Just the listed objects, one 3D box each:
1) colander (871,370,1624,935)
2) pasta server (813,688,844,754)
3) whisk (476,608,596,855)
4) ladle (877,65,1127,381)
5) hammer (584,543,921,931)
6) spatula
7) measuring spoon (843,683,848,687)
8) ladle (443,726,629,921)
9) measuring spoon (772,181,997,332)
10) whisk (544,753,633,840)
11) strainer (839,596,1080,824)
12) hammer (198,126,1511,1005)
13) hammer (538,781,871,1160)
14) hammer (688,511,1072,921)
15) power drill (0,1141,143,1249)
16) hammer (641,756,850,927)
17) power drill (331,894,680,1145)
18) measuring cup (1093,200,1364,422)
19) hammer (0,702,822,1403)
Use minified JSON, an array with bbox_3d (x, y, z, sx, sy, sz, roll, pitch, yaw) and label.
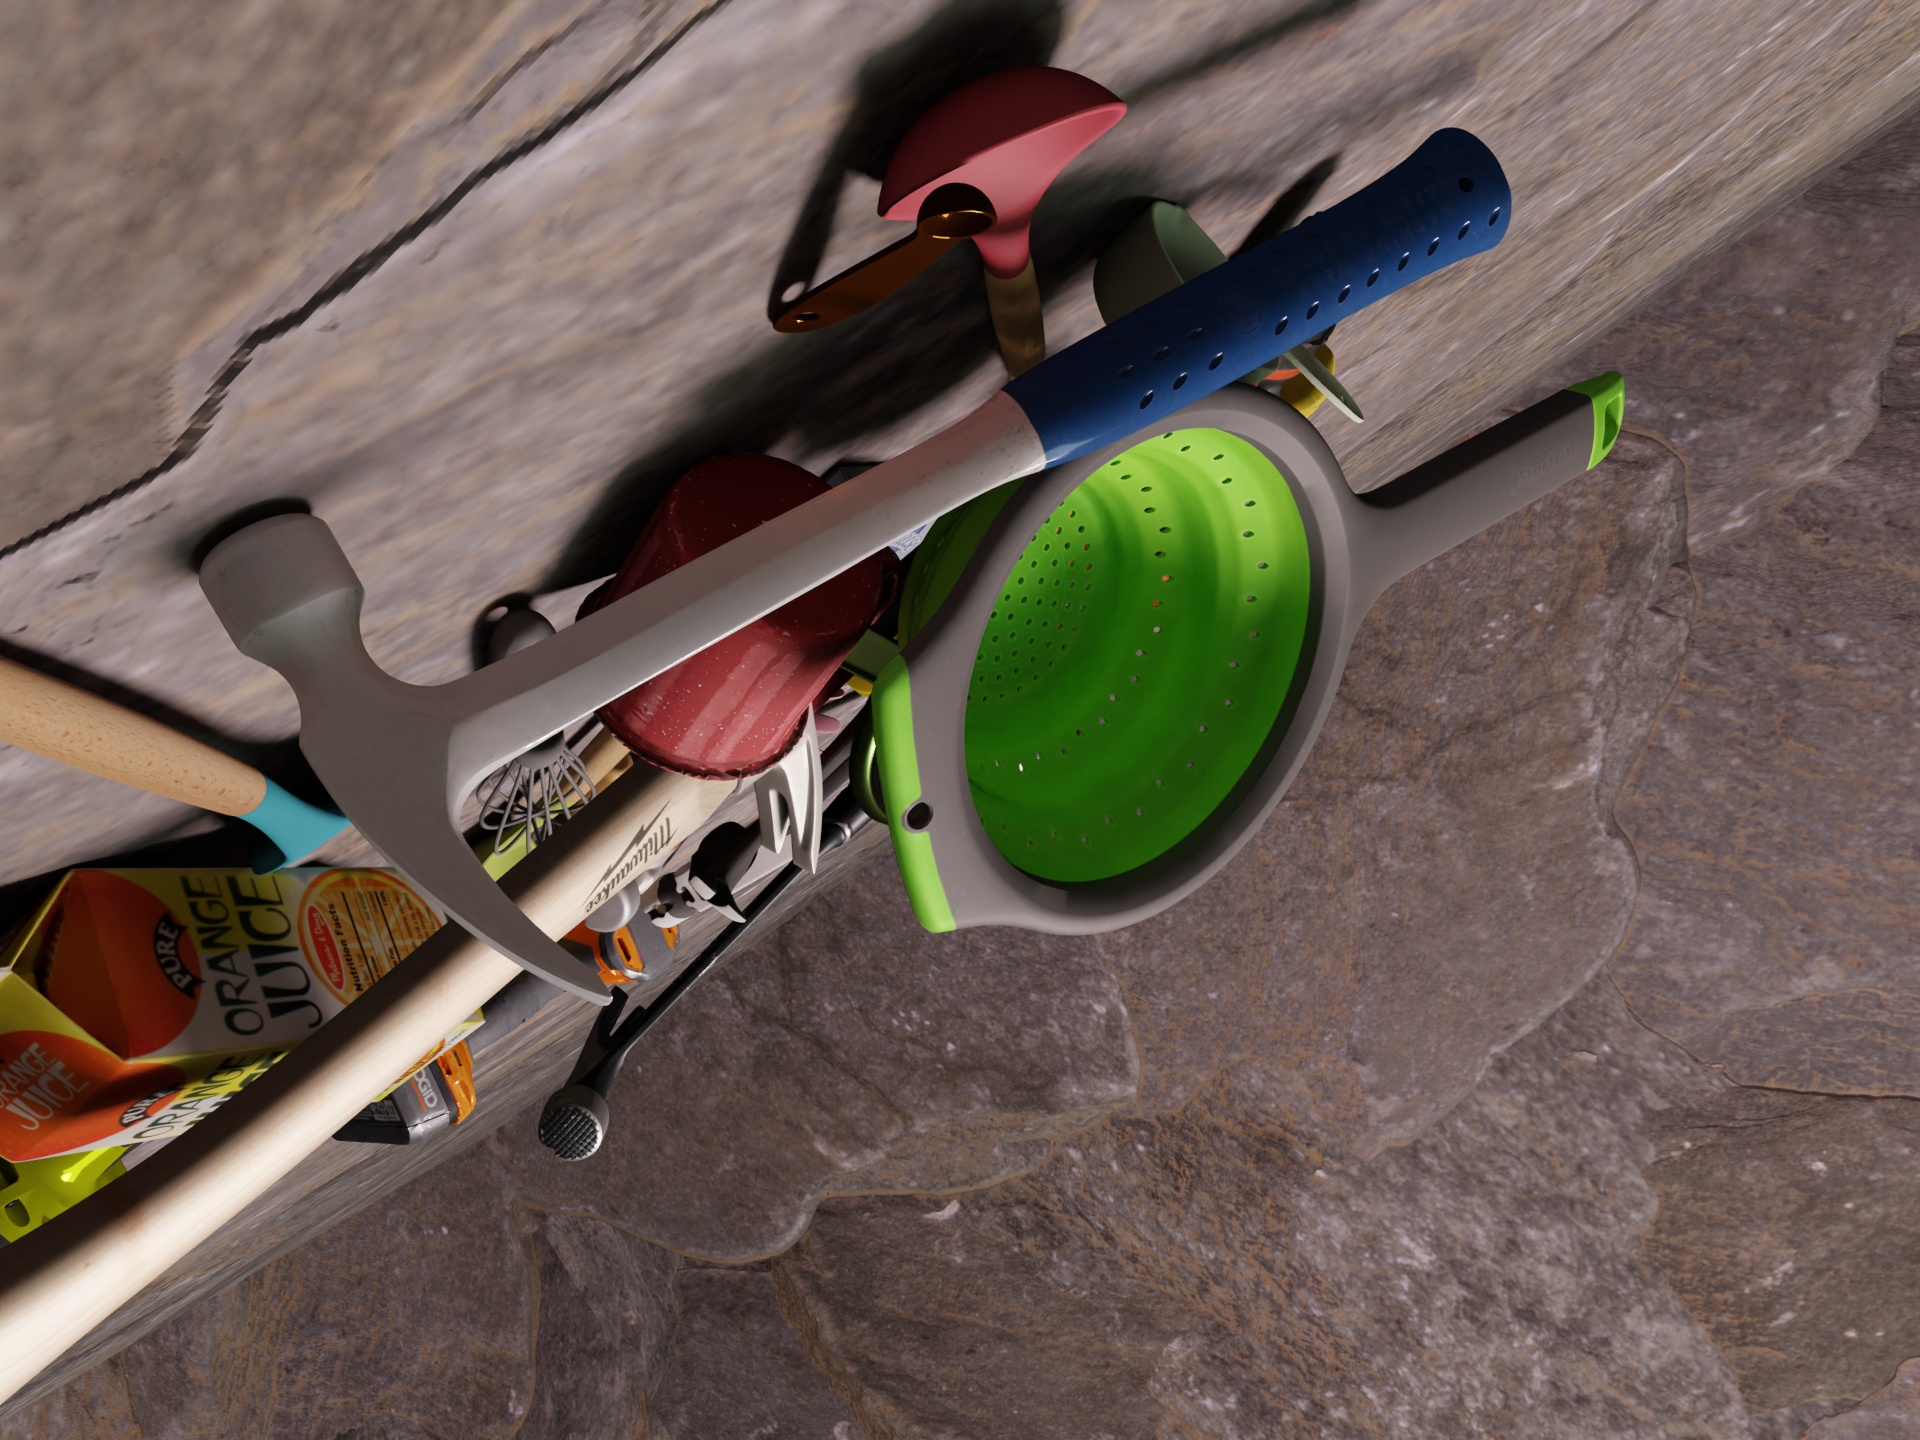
[{"bbox_3d":[0.109,-0.066,0.623,0.397,0.204,0.095,-28,-143,-27],"label":"colander"},{"bbox_3d":[-0.158,0.046,1.054,0.040,0.060,0.316,16,152,-23],"label":"pasta server"},{"bbox_3d":[-0.175,0.010,0.646,0.055,0.055,0.239,-32,169,-22],"label":"whisk"},{"bbox_3d":[0.018,-0.145,0.529,0.069,0.031,0.315,-21,177,4],"label":"ladle"},{"bbox_3d":[-0.063,-0.034,0.835,0.386,0.038,0.143,-42,-172,27],"label":"hammer"},{"bbox_3d":[-0.225,0.008,0.456,0.082,0.044,0.317,-32,169,-7],"label":"spatula"},{"bbox_3d":[-0.066,-0.036,1.035,0.034,0.018,0.124,-16,-174,15],"label":"measuring spoon"},{"bbox_3d":[-0.169,0.029,0.773,0.320,0.062,0.078,-41,-178,32],"label":"ladle"},{"bbox_3d":[-0.024,-0.121,0.424,0.021,0.011,0.117,-4,180,-29],"label":"measuring spoon"},{"bbox_3d":[-0.234,0.081,0.906,0.047,0.051,0.245,-22,165,-39],"label":"whisk"},{"bbox_3d":[-0.001,-0.002,0.756,0.151,0.069,0.256,-51,151,6],"label":"strainer"},{"bbox_3d":[0.012,-0.074,0.459,0.405,0.144,0.035,-31,179,-21],"label":"hammer"},{"bbox_3d":[-0.084,0.074,0.900,0.409,0.036,0.149,-45,-169,8],"label":"hammer"},{"bbox_3d":[-0.021,-0.030,0.854,0.337,0.034,0.127,-47,-171,-1],"label":"hammer"},{"bbox_3d":[-0.351,0.161,0.738,0.223,0.080,0.171,-36,174,-11],"label":"power drill"},{"bbox_3d":[-0.077,0.028,1.104,0.146,0.035,0.335,-30,-172,36],"label":"hammer"},{"bbox_3d":[-0.314,0.185,1.048,0.164,0.084,0.226,-11,-165,41],"label":"power drill"},{"bbox_3d":[0.109,-0.141,0.625,0.038,0.083,0.167,-33,149,28],"label":"measuring cup"},{"bbox_3d":[-0.194,0.110,0.565,0.411,0.038,0.146,-42,144,-36],"label":"hammer"}]
